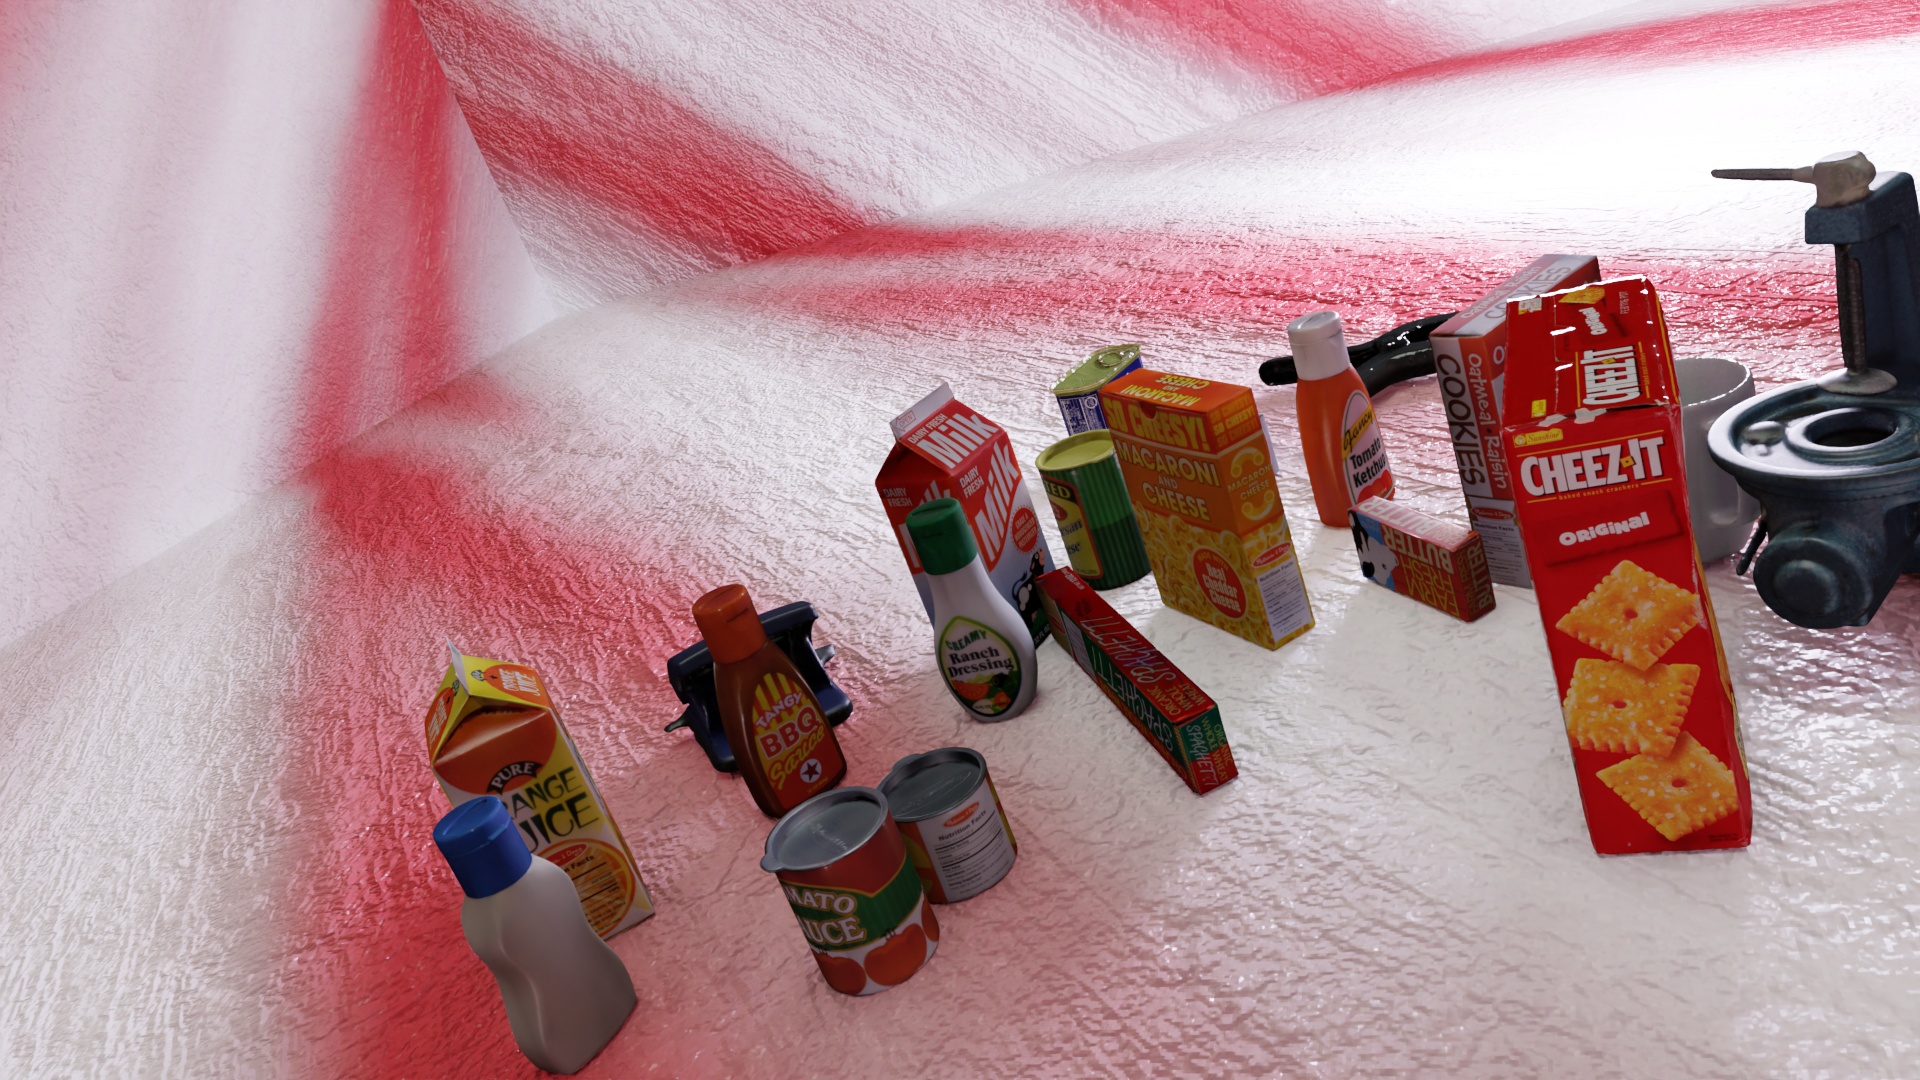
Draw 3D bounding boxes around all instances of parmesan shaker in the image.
[{"bbox_3d":[0.103,-0.022,1.029,0.071,0.102,0.071,-18,21,7],"label":"parmesan shaker"}]

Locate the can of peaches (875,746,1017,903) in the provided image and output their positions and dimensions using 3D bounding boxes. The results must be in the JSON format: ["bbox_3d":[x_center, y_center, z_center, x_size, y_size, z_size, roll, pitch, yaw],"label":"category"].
[{"bbox_3d":[-0.009,0.155,0.765,0.071,0.058,0.071,-18,21,7],"label":"can of peaches"}]

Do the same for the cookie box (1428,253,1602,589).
[{"bbox_3d":[0.351,-0.074,0.847,0.123,0.167,0.040,-32,24,-28],"label":"cookie box"}]

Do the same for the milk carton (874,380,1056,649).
[{"bbox_3d":[0.003,-0.012,0.975,0.073,0.190,0.073,-2,27,39],"label":"milk carton"}]

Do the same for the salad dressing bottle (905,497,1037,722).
[{"bbox_3d":[0.005,0.045,0.895,0.064,0.147,0.044,-12,22,21],"label":"salad dressing bottle"}]

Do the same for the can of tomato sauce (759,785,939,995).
[{"bbox_3d":[-0.056,0.180,0.712,0.071,0.082,0.071,-18,21,7],"label":"can of tomato sauce"}]

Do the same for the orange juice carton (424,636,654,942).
[{"bbox_3d":[-0.256,0.148,0.818,0.073,0.192,0.072,-26,22,-15],"label":"orange juice carton"}]

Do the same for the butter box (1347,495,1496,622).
[{"bbox_3d":[0.284,0.010,0.860,0.024,0.053,0.103,-26,22,-13],"label":"butter box"}]

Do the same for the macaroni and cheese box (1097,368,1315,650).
[{"bbox_3d":[0.157,-0.022,0.897,0.040,0.166,0.124,-28,22,-19],"label":"macaroni and cheese box"}]

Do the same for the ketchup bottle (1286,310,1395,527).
[{"bbox_3d":[0.264,-0.087,0.980,0.065,0.148,0.043,-34,25,-32],"label":"ketchup bottle"}]

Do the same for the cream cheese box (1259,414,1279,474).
[{"bbox_3d":[0.208,-0.077,1.136,0.024,0.053,0.104,-34,25,-31],"label":"cream cheese box"}]

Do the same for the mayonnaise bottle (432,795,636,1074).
[{"bbox_3d":[-0.223,0.202,0.720,0.041,0.147,0.065,-5,26,34],"label":"mayonnaise bottle"}]

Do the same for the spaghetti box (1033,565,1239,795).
[{"bbox_3d":[0.102,0.079,0.862,0.029,0.050,0.250,-23,21,-8],"label":"spaghetti box"}]

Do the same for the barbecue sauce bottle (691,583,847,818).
[{"bbox_3d":[-0.125,0.099,0.879,0.065,0.148,0.043,-34,25,-31],"label":"barbecue sauce bottle"}]
